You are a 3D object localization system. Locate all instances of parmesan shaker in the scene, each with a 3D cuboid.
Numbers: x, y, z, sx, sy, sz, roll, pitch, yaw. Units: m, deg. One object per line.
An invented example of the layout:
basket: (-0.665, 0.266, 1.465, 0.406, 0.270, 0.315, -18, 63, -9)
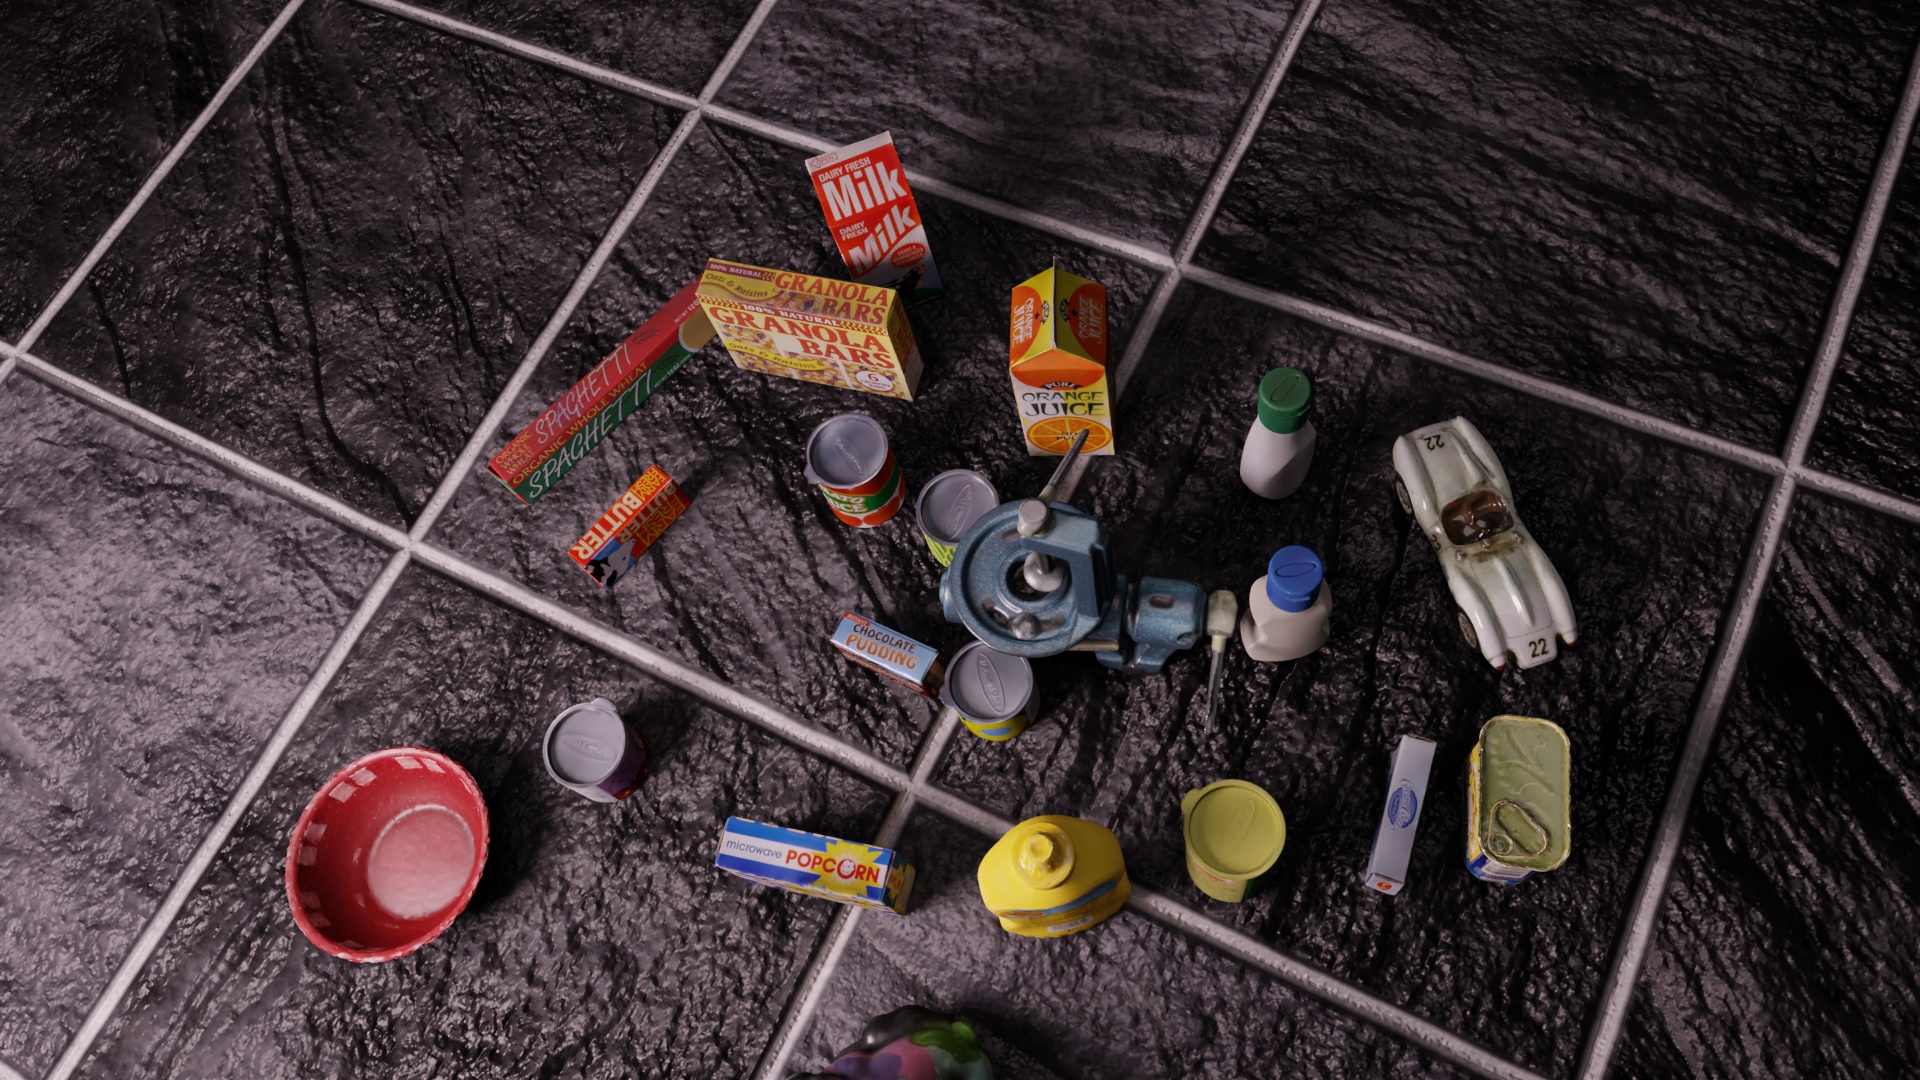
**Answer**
parmesan shaker: (0.185, 0.207, 0.959, 0.071, 0.102, 0.071, -3, 67, 8)

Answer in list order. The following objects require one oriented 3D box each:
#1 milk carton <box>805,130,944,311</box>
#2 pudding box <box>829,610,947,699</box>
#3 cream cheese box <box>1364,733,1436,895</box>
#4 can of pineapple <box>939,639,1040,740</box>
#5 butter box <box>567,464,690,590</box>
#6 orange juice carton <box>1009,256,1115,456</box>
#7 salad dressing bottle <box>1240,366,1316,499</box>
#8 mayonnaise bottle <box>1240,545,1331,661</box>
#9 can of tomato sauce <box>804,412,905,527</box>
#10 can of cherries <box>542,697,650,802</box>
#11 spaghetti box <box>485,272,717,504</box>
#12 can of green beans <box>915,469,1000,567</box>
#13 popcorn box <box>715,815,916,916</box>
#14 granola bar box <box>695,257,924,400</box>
milk carton: (-0.072, -0.267, 1.152, 0.072, 0.190, 0.073, -21, 66, 0)
pudding box: (-0.054, 0.088, 1.076, 0.084, 0.049, 0.030, 24, 73, 17)
cream cheese box: (0.307, 0.192, 0.973, 0.024, 0.053, 0.104, 15, 71, 15)
can of pineapple: (0.023, 0.113, 1.049, 0.071, 0.057, 0.071, -3, 67, 8)
butter box: (-0.273, -0.011, 1.150, 0.024, 0.053, 0.104, 37, 77, 21)
orange juice carton: (0.080, -0.137, 1.072, 0.073, 0.192, 0.072, 0, 68, 9)
salad dressing bottle: (0.241, -0.080, 1.047, 0.064, 0.147, 0.044, -42, 68, -9)
mayonnaise bottle: (0.235, 0.046, 0.994, 0.065, 0.147, 0.041, -11, 67, 5)
can of tomato sauce: (-0.084, -0.054, 1.122, 0.071, 0.083, 0.071, -3, 67, 8)
can of cherries: (-0.278, 0.163, 1.075, 0.071, 0.058, 0.072, -3, 67, 8)
spaghetti box: (-0.301, -0.131, 1.207, 0.029, 0.050, 0.250, 41, 79, 21)
can of green beans: (0.002, -0.015, 1.106, 0.071, 0.057, 0.071, -3, 67, 8)
popcorn box: (-0.103, 0.235, 1.002, 0.127, 0.085, 0.038, 9, 70, 13)
granola bar box: (-0.122, -0.175, 1.157, 0.165, 0.124, 0.039, 12, 70, 14)
